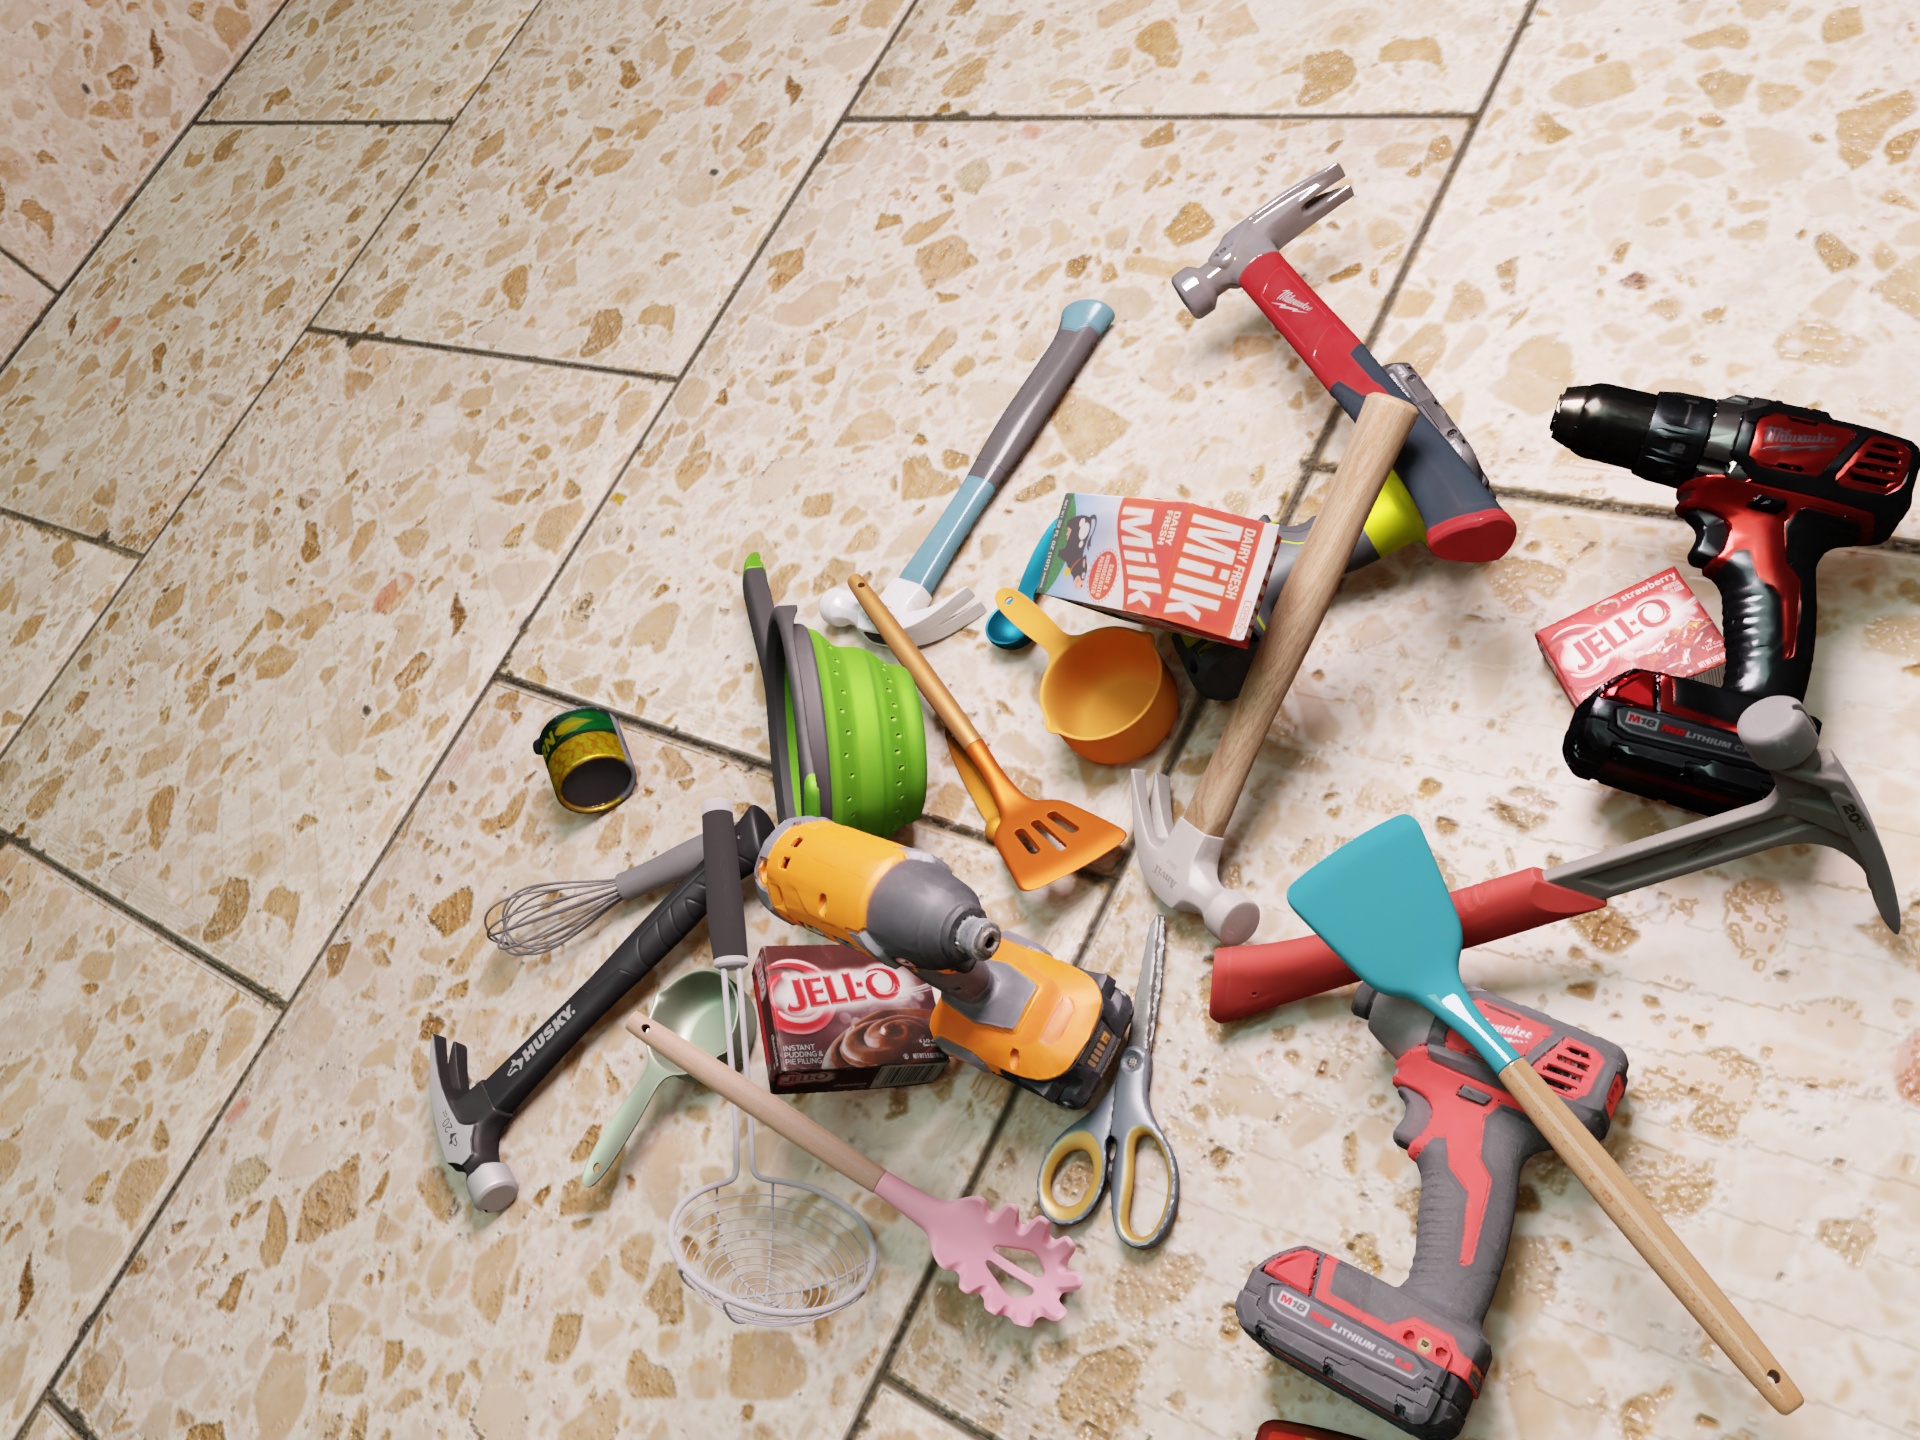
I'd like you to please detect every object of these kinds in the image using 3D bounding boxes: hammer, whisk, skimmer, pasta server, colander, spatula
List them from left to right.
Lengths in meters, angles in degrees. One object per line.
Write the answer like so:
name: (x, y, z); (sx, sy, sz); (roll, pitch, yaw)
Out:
hammer: (-0.257, 0.188, 1.154); (0.335, 0.035, 0.146); (-46, 50, 3)
whisk: (-0.254, 0.123, 1.200); (0.239, 0.055, 0.055); (-23, 52, 11)
skimmer: (-0.133, 0.202, 1.020); (0.090, 0.127, 0.364); (129, 139, -51)
colander: (-0.095, -0.025, 1.168); (0.094, 0.204, 0.398); (-5, 34, -12)
pasta server: (-0.071, 0.257, 0.943); (0.316, 0.040, 0.060); (29, 67, 14)
spatula: (-0.002, -0.004, 1.117); (0.081, 0.041, 0.323); (-27, 56, -15)
hammer: (0.022, -0.198, 1.249); (0.128, 0.033, 0.331); (22, 74, 39)
hammer: (0.191, -0.038, 0.962); (0.130, 0.031, 0.331); (38, 110, 55)
hammer: (0.264, -0.235, 1.027); (0.143, 0.038, 0.387); (-34, 42, 12)
hammer: (0.298, 0.107, 0.862); (0.359, 0.149, 0.037); (-25, 28, 30)
spatula: (0.282, 0.186, 0.768); (0.082, 0.044, 0.318); (-31, 57, -7)

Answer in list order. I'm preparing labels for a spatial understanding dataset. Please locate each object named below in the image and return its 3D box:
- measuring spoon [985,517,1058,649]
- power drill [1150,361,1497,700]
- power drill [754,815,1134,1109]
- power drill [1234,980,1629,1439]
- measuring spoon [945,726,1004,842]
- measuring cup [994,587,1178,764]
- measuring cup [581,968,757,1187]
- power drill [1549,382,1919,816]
measuring spoon: (0.058, -0.100, 1.182); (0.042, 0.021, 0.129); (6, 55, 34)
power drill: (0.227, -0.133, 1.063); (0.223, 0.080, 0.171); (-31, 48, 14)
power drill: (0.004, 0.140, 0.906); (0.164, 0.226, 0.084); (14, 68, 46)
power drill: (0.236, 0.238, 0.821); (0.143, 0.078, 0.220); (21, 70, 32)
measuring spoon: (0.009, 0.039, 1.121); (0.021, 0.011, 0.117); (-31, 50, 10)
measuring cup: (0.082, -0.036, 1.102); (0.095, 0.052, 0.174); (-43, 48, 0)
measuring cup: (-0.201, 0.251, 1.095); (0.083, 0.038, 0.167); (26, 78, 39)
power drill: (0.397, -0.075, 0.870); (0.188, 0.080, 0.227); (18, 82, 16)
